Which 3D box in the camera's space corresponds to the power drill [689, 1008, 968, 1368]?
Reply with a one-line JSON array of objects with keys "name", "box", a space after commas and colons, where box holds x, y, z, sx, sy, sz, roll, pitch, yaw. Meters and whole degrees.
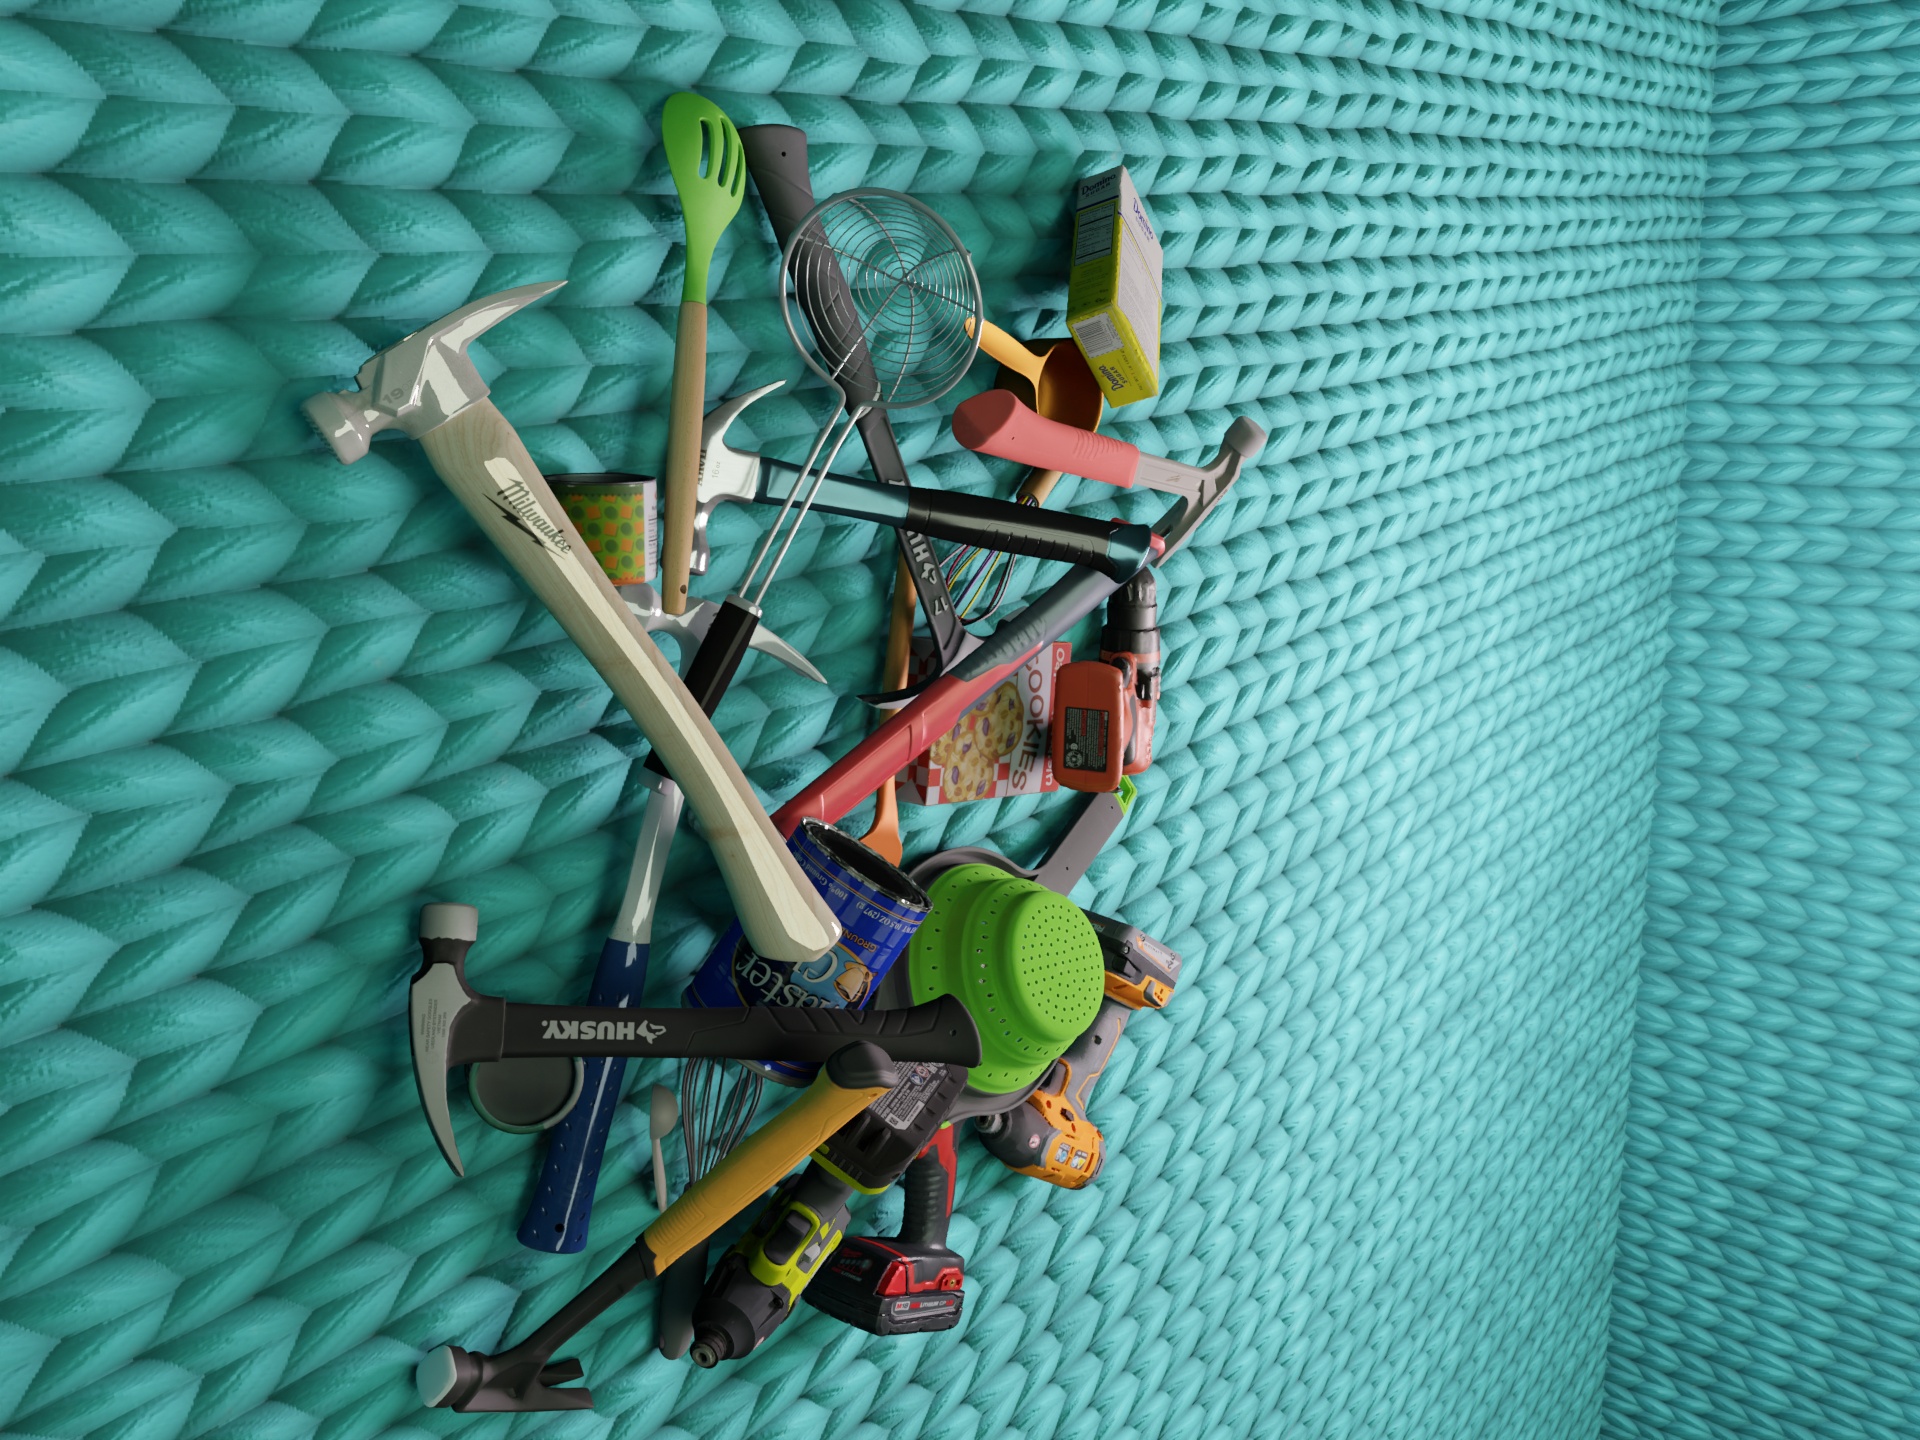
[{"name": "power drill", "box": [-0.094, 0.311, 1.038, 0.223, 0.080, 0.171, -59, 172, 25]}]

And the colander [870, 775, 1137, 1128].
[{"name": "colander", "box": [0.080, 0.147, 1.255, 0.204, 0.094, 0.397, 58, 42, -15]}]

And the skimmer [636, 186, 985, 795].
[{"name": "skimmer", "box": [-0.104, -0.125, 0.914, 0.363, 0.127, 0.090, -63, 173, -2]}]

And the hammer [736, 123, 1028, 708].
[{"name": "hammer", "box": [-0.062, -0.193, 1.061, 0.149, 0.036, 0.408, -31, 117, -22]}]

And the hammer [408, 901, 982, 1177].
[{"name": "hammer", "box": [-0.145, 0.187, 0.922, 0.334, 0.035, 0.146, 5, 74, -21]}]

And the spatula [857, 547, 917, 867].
[{"name": "spatula", "box": [-0.058, -0.002, 1.152, 0.081, 0.041, 0.322, 9, 87, -50]}]

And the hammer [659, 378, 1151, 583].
[{"name": "hammer", "box": [-0.025, -0.135, 1.035, 0.330, 0.033, 0.128, 8, 90, -23]}]

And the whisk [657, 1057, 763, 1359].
[{"name": "whisk", "box": [-0.172, 0.316, 1.066, 0.055, 0.055, 0.239, 4, 99, -51]}]

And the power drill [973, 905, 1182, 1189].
[{"name": "power drill", "box": [0.094, 0.280, 1.361, 0.164, 0.084, 0.226, 35, 75, -49]}]

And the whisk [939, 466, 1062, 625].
[{"name": "whisk", "box": [0.043, -0.157, 1.225, 0.245, 0.051, 0.047, -57, 131, -30]}]

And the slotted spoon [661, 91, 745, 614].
[{"name": "slotted spoon", "box": [-0.156, -0.217, 0.932, 0.070, 0.031, 0.314, 11, 81, -57]}]

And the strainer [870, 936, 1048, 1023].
[{"name": "strainer", "box": [-0.013, 0.207, 1.241, 0.258, 0.050, 0.087, 10, 58, -45]}]

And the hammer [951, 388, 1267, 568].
[{"name": "hammer", "box": [0.105, -0.192, 1.215, 0.359, 0.037, 0.149, 0, 137, -54]}]

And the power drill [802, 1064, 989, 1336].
[{"name": "power drill", "box": [-0.048, 0.338, 1.202, 0.187, 0.080, 0.227, 23, 78, -51]}]

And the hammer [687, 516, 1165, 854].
[{"name": "hammer", "box": [-0.002, -0.004, 1.106, 0.386, 0.038, 0.143, -39, 127, -14]}]

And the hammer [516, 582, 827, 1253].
[{"name": "hammer", "box": [-0.194, 0.125, 0.975, 0.144, 0.035, 0.405, 14, 91, -27]}]

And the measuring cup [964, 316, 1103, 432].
[{"name": "measuring cup", "box": [0.039, -0.260, 1.188, 0.173, 0.052, 0.095, 22, 81, -49]}]

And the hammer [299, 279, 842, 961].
[{"name": "hammer", "box": [-0.174, -0.035, 0.876, 0.146, 0.038, 0.410, -37, 113, -15]}]

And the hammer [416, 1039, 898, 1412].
[{"name": "hammer", "box": [-0.161, 0.301, 0.933, 0.337, 0.034, 0.127, -42, 142, 13]}]

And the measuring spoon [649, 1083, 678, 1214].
[{"name": "measuring spoon", "box": [-0.189, 0.280, 1.027, 0.034, 0.018, 0.124, -96, -171, -50]}]
